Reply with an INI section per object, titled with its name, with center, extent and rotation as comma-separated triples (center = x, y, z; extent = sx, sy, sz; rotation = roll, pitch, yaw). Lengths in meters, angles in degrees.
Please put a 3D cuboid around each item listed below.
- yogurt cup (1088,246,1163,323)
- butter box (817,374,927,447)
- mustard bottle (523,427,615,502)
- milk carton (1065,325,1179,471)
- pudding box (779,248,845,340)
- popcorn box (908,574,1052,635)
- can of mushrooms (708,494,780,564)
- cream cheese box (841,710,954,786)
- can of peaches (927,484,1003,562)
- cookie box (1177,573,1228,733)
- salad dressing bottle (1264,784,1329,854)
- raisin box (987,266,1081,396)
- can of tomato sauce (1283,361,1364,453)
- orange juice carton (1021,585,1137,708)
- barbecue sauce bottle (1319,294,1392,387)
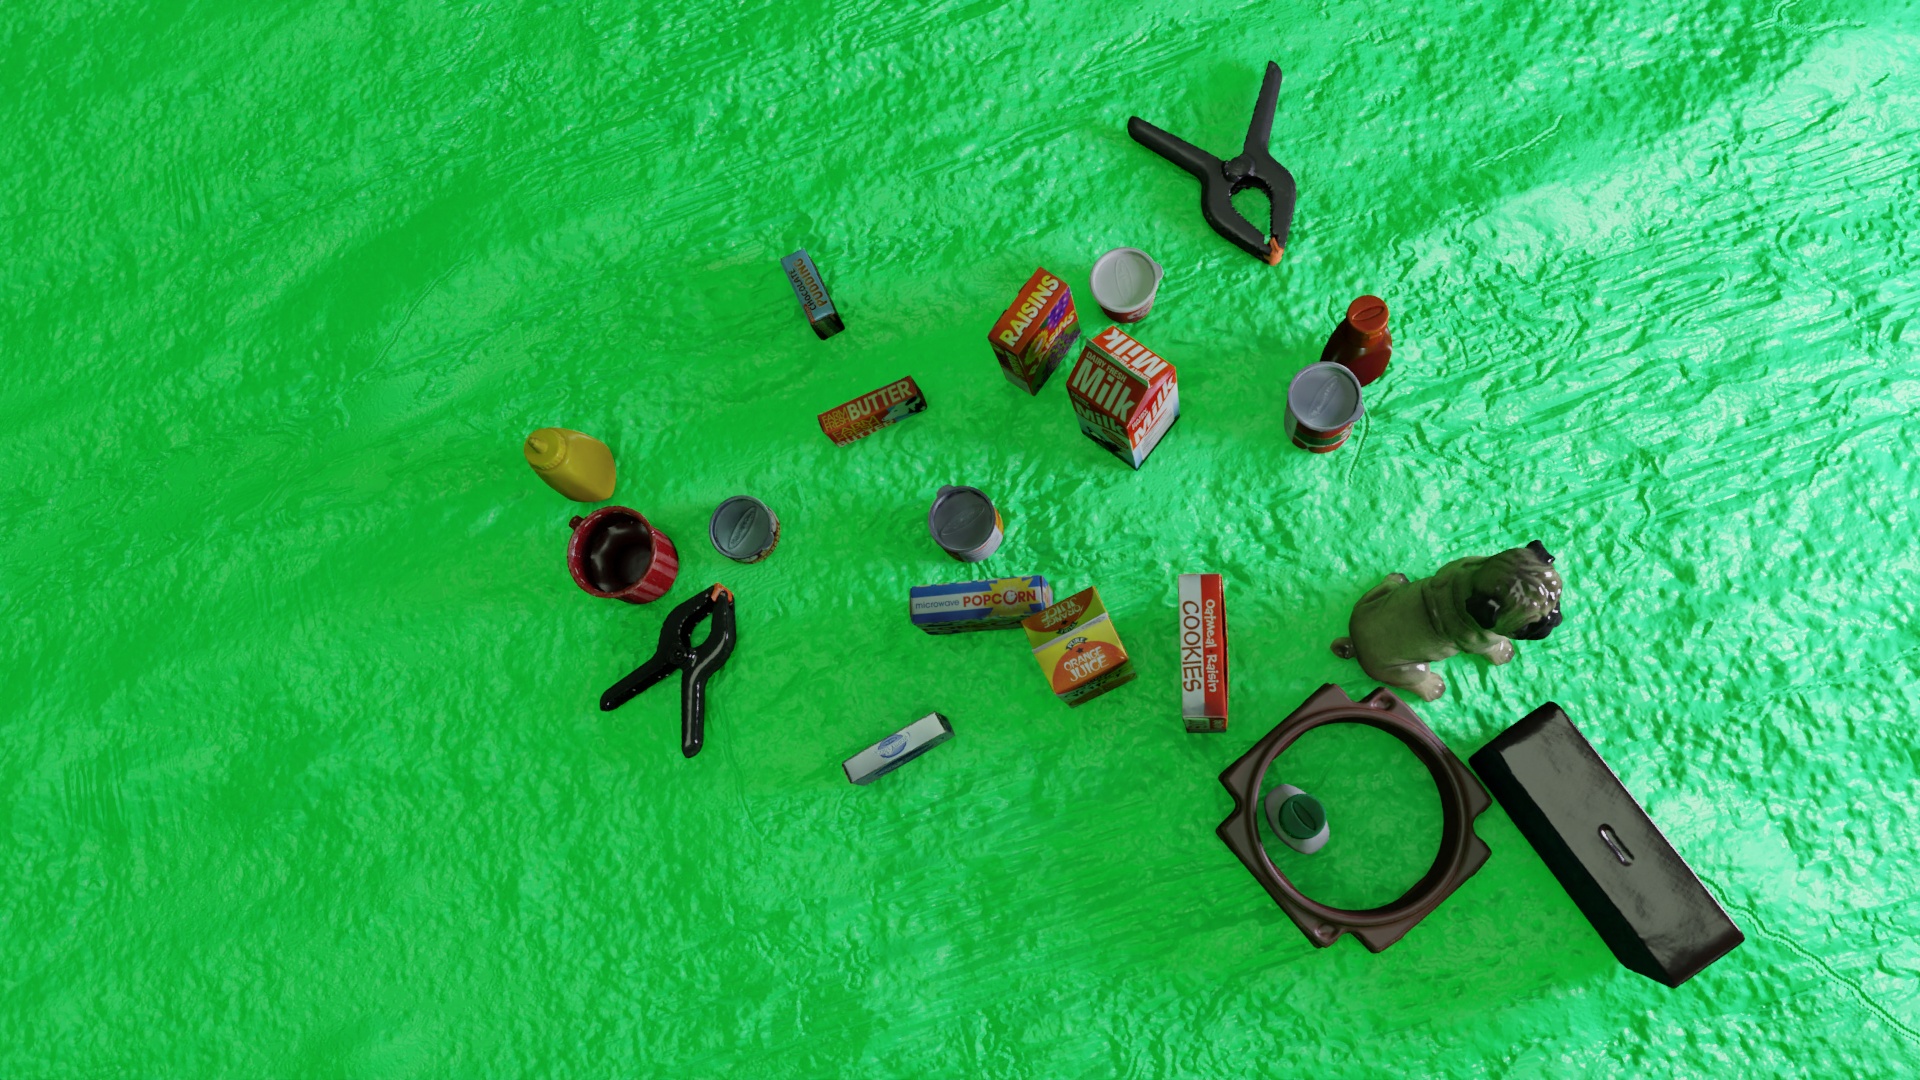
[yogurt cup]
center = 0.163, -0.250, 1.377
extent = 0.072, 0.054, 0.072
rotation = -2, 77, 10
[butter box]
center = -0.088, -0.129, 1.395
extent = 0.103, 0.053, 0.024
rotation = -23, 75, 4
[mustard bottle]
center = -0.395, -0.082, 1.383
extent = 0.049, 0.160, 0.065
rotation = -5, 77, 9
[milk carton]
center = 0.151, -0.135, 1.283
extent = 0.072, 0.190, 0.073
rotation = 37, 87, 15
[pudding box]
center = -0.153, -0.255, 1.437
extent = 0.030, 0.049, 0.084
rotation = -27, 74, 4
[popcorn box]
center = 0.021, 0.062, 1.316
extent = 0.127, 0.085, 0.038
rotation = -5, 77, 9
[can of mushrooms]
center = -0.215, -0.009, 1.401
extent = 0.071, 0.033, 0.071
rotation = -2, 77, 10
[cream cheese box]
center = -0.058, 0.197, 1.316
extent = 0.104, 0.053, 0.024
rotation = -29, 75, 3
[can of peaches]
center = 0.005, -0.017, 1.351
extent = 0.071, 0.058, 0.071
rotation = -2, 77, 10
[cookie box]
center = 0.215, 0.103, 1.229
extent = 0.040, 0.167, 0.123
rotation = -3, 77, 10
[salad dressing bottle]
center = 0.291, 0.239, 1.195
extent = 0.044, 0.147, 0.064
rotation = -37, 74, 1
[raisin box]
center = 0.073, -0.201, 1.346
extent = 0.040, 0.123, 0.086
rotation = 36, 86, 15
[can of tomato sauce]
center = 0.340, -0.122, 1.302
extent = 0.071, 0.083, 0.071
rotation = -2, 77, 10
[orange juice carton]
center = 0.106, 0.095, 1.237
extent = 0.072, 0.192, 0.073
rotation = -26, 75, 4
[barbecue sauce bottle]
center = 0.367, -0.181, 1.277
extent = 0.065, 0.148, 0.044
rotation = -20, 75, 6
